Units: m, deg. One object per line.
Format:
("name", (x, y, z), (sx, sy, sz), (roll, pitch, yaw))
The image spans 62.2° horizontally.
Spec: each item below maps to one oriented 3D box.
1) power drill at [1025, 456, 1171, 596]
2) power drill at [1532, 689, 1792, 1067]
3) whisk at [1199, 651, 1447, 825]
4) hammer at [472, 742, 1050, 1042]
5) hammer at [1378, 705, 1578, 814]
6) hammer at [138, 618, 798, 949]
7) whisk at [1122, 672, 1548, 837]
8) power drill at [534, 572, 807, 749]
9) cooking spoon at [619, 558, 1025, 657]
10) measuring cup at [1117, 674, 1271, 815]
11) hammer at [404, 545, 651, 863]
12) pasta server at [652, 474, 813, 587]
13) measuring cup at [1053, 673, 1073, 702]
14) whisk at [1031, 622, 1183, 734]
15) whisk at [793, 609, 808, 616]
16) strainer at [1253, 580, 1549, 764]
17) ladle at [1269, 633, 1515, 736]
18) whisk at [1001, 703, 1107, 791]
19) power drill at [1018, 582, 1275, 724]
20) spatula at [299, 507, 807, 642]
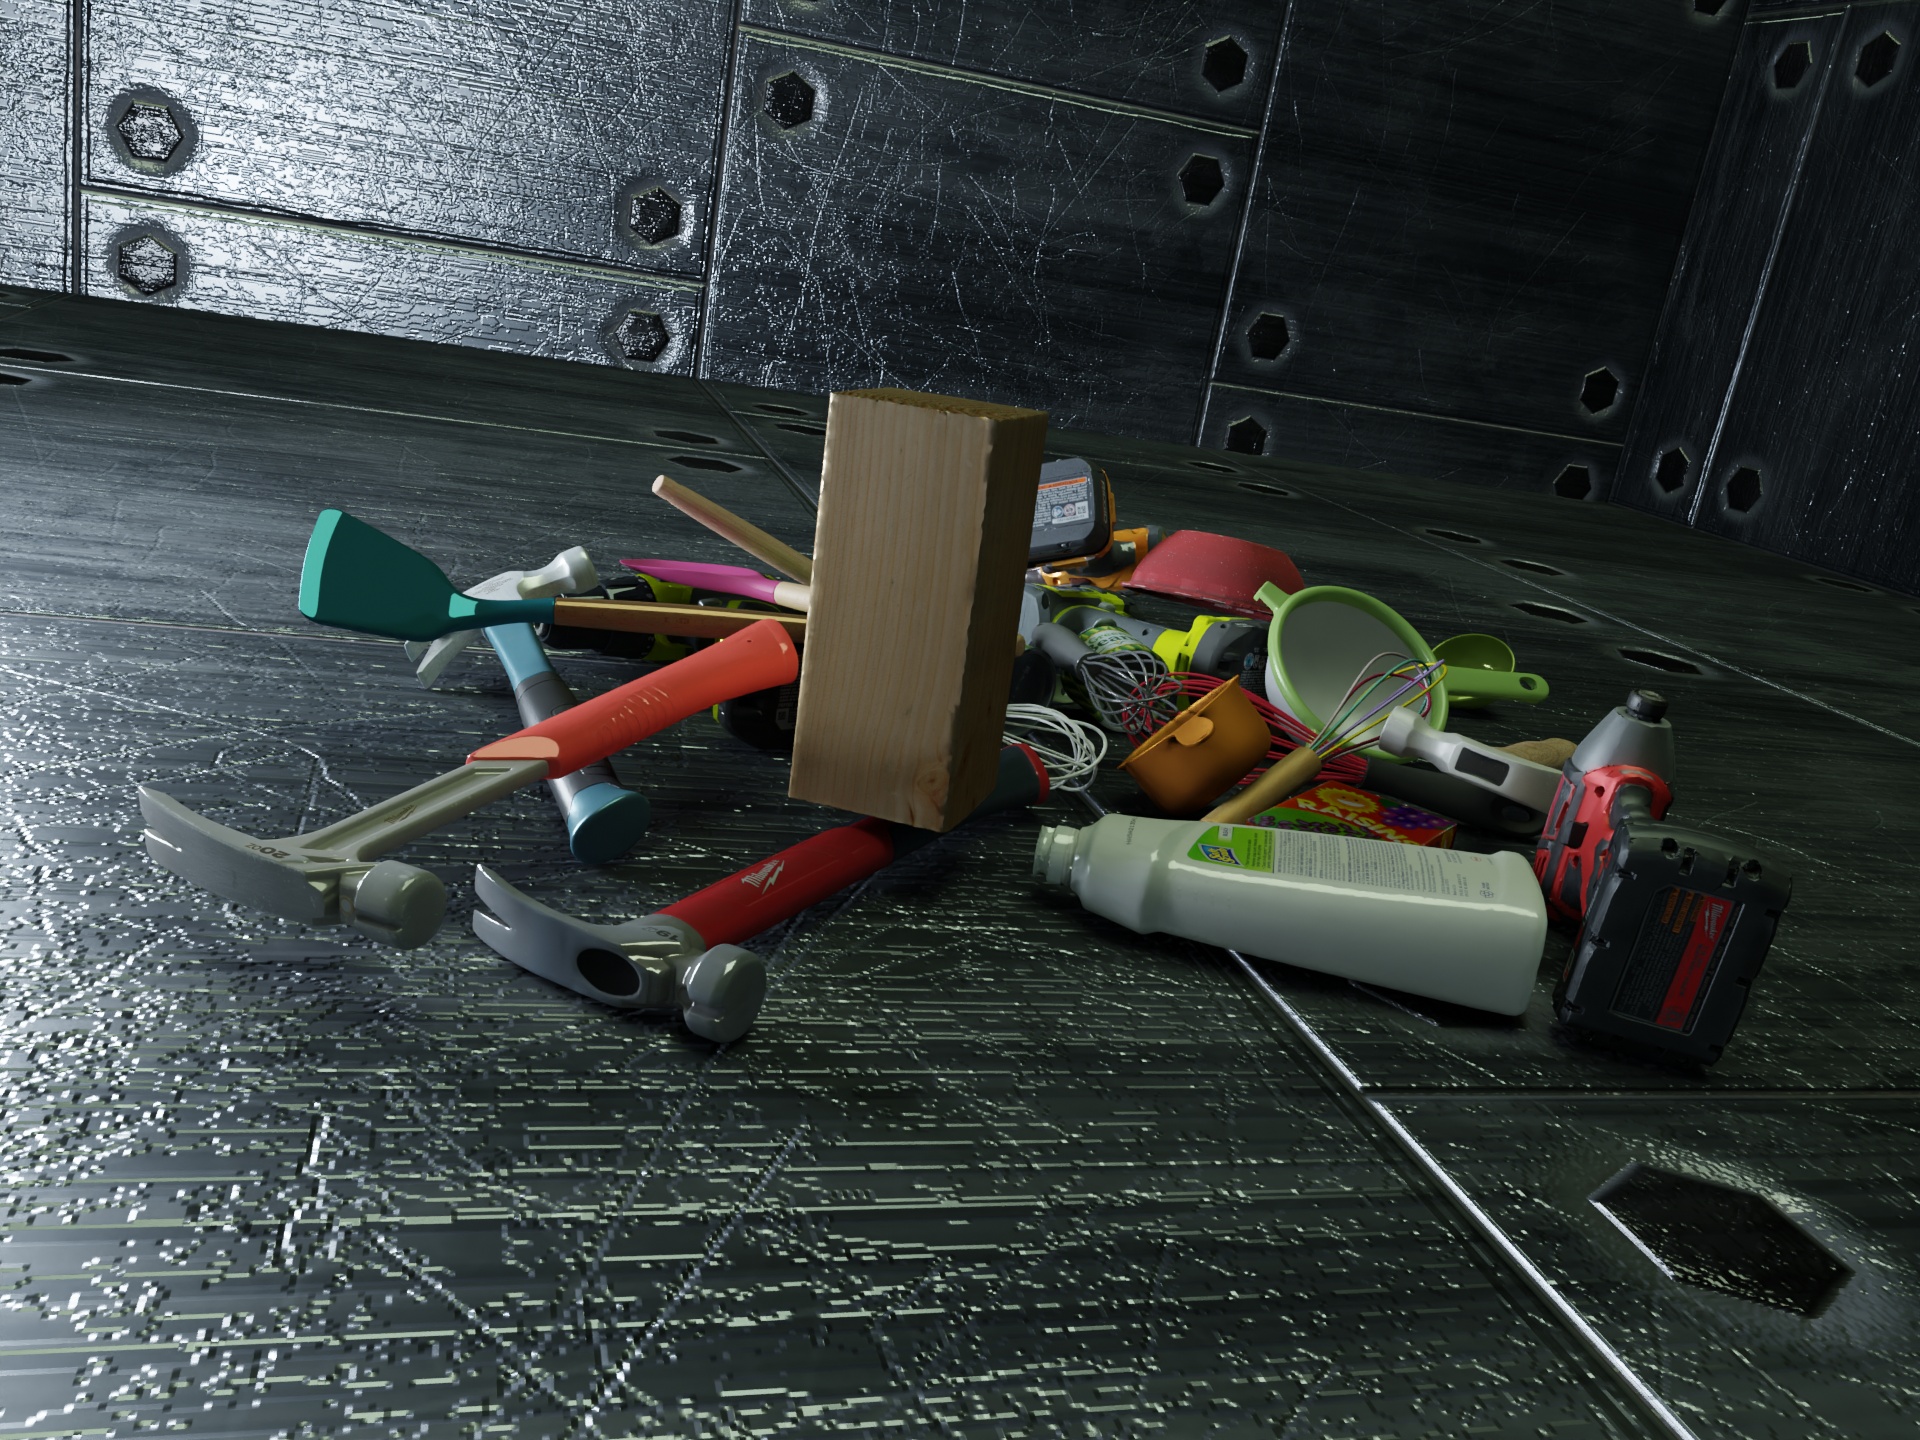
("power drill", (0.074, -0.150, 1.384), (0.185, 0.084, 0.226), (-7, -12, 21))
("power drill", (0.357, 0.074, 0.842), (0.078, 0.143, 0.220), (15, 20, 8))
("whisk", (0.233, 0.017, 1.018), (0.245, 0.051, 0.047), (-31, 45, -33))
("hammer", (-0.067, 0.062, 0.817), (0.143, 0.038, 0.386), (16, 18, 25))
("hammer", (0.394, 0.029, 1.102), (0.130, 0.031, 0.331), (26, 12, 27))
("hammer", (-0.199, 0.009, 0.773), (0.149, 0.036, 0.359), (15, 24, 23))
("whisk", (0.253, 0.030, 1.075), (0.296, 0.073, 0.073), (15, 17, 1))
("power drill", (-0.161, -0.051, 1.070), (0.190, 0.080, 0.229), (-5, 19, -40))
("cooking spoon", (-0.094, -0.076, 1.003), (0.319, 0.017, 0.068), (14, 13, 34))
("measuring cup", (0.149, 0.022, 0.951), (0.052, 0.095, 0.173), (52, 3, -1))
("hammer", (-0.238, -0.013, 0.913), (0.128, 0.033, 0.331), (-25, 34, -14))
("pasta server", (-0.085, -0.100, 1.149), (0.316, 0.040, 0.060), (29, -6, -34))
("measuring cup", (0.018, -0.039, 1.173), (0.167, 0.083, 0.038), (17, -6, -39))
("whisk", (0.092, -0.038, 1.088), (0.055, 0.055, 0.239), (5, 13, -16))
("whisk", (-0.098, -0.096, 1.297), (0.284, 0.070, 0.070), (-13, 27, -41))
("strainer", (0.329, -0.019, 1.205), (0.256, 0.069, 0.152), (3, 59, -24))
("ladle", (0.357, -0.026, 1.317), (0.320, 0.062, 0.078), (-10, 27, -43))
("whisk", (-0.002, -0.003, 1.057), (0.246, 0.057, 0.059), (20, 49, 42))
("power drill", (0.162, -0.063, 1.293), (0.223, 0.080, 0.171), (20, 15, 39))
("spatula", (-0.208, -0.067, 0.919), (0.317, 0.044, 0.082), (4, 52, -11))
